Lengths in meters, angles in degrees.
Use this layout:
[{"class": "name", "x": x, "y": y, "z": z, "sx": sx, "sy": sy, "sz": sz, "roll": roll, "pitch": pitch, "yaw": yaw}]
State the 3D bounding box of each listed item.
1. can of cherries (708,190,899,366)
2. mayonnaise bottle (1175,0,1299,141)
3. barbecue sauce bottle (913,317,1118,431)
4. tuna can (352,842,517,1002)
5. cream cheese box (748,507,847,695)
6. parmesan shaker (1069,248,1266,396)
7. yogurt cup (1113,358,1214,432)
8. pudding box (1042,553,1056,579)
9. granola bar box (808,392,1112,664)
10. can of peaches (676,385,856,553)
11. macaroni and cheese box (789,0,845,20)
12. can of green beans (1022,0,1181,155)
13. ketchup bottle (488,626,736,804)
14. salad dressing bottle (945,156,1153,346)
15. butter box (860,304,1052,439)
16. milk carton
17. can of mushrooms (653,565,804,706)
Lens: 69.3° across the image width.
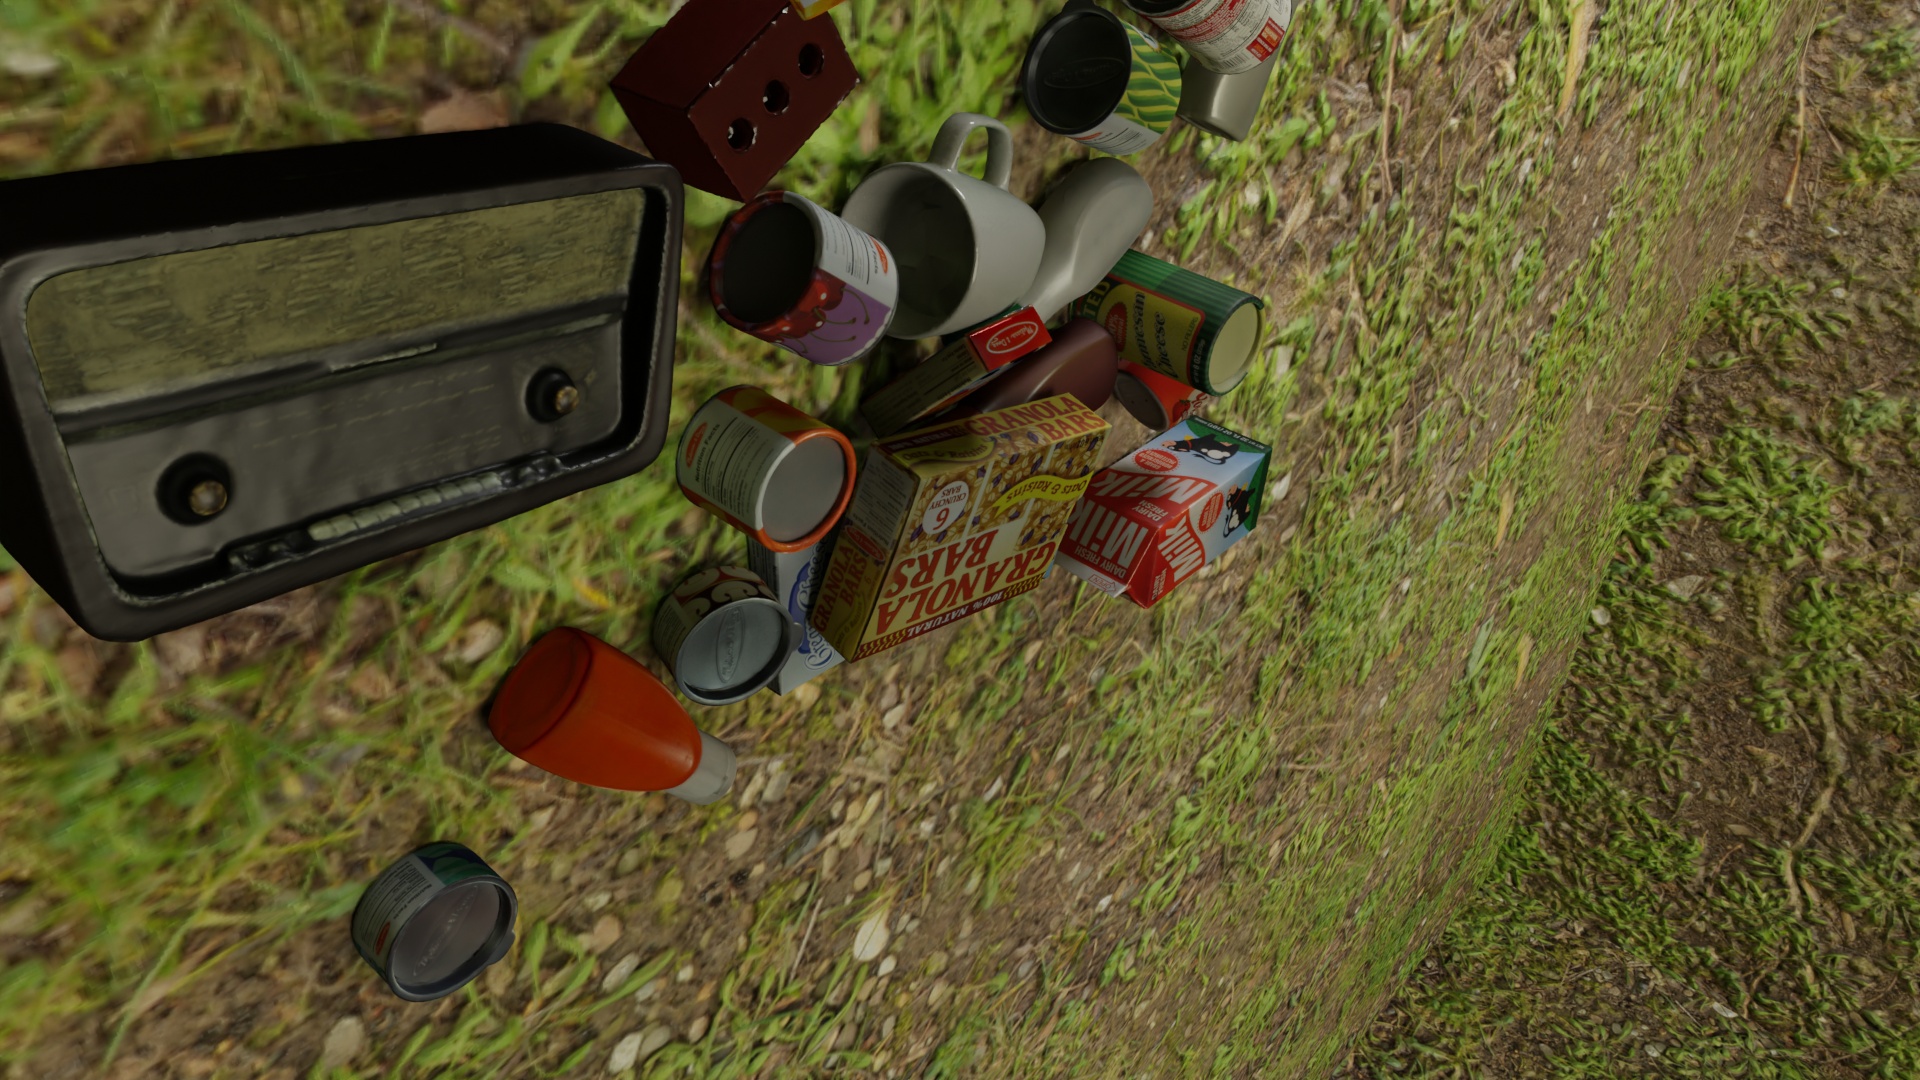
[{"class": "can of cherries", "x": -0.073, "y": -0.116, "z": 0.630, "sx": 0.058, "sy": 0.071, "sz": 0.071, "roll": 16, "pitch": 101, "yaw": -57}, {"class": "mayonnaise bottle", "x": 0.178, "y": -0.323, "z": 0.846, "sx": 0.065, "sy": 0.041, "sz": 0.147, "roll": 3, "pitch": 111, "yaw": -57}, {"class": "barbecue sauce bottle", "x": 0.032, "y": -0.079, "z": 0.825, "sx": 0.149, "sy": 0.044, "sz": 0.064, "roll": -34, "pitch": 146, "yaw": -36}, {"class": "tuna can", "x": -0.242, "y": 0.177, "z": 0.646, "sx": 0.071, "sy": 0.033, "sz": 0.070, "roll": -34, "pitch": 139, "yaw": -36}, {"class": "cream cheese box", "x": -0.087, "y": 0.031, "z": 0.759, "sx": 0.053, "sy": 0.024, "sz": 0.103, "roll": -29, "pitch": 136, "yaw": -38}, {"class": "parmesan shaker", "x": 0.128, "y": -0.139, "z": 0.856, "sx": 0.071, "sy": 0.103, "sz": 0.071, "roll": -34, "pitch": 139, "yaw": -36}, {"class": "yogurt cup", "x": 0.138, "y": -0.110, "z": 0.932, "sx": 0.054, "sy": 0.072, "sz": 0.072, "roll": -43, "pitch": 144, "yaw": -13}, {"class": "pudding box", "x": 0.041, "y": -0.022, "z": 0.876, "sx": 0.030, "sy": 0.050, "sz": 0.083, "roll": -8, "pitch": 121, "yaw": -54}, {"class": "granola bar box", "x": 0.003, "y": -0.010, "z": 0.770, "sx": 0.166, "sy": 0.039, "sz": 0.123, "roll": -19, "pitch": 140, "yaw": -46}, {"class": "can of peaches", "x": -0.091, "y": -0.034, "z": 0.672, "sx": 0.071, "sy": 0.058, "sz": 0.071, "roll": -33, "pitch": 138, "yaw": -36}, {"class": "macaroni and cheese box", "x": -0.084, "y": -0.272, "z": 0.446, "sx": 0.040, "sy": 0.124, "sz": 0.166, "roll": -24, "pitch": 147, "yaw": 11}, {"class": "can of green beans", "x": 0.076, "y": -0.243, "z": 0.740, "sx": 0.058, "sy": 0.071, "sz": 0.071, "roll": -2, "pitch": 116, "yaw": -54}, {"class": "ketchup bottle", "x": -0.162, "y": 0.096, "z": 0.686, "sx": 0.065, "sy": 0.043, "sz": 0.148, "roll": -55, "pitch": 148, "yaw": -8}, {"class": "salad dressing bottle", "x": 0.050, "y": -0.155, "z": 0.794, "sx": 0.148, "sy": 0.044, "sz": 0.064, "roll": -50, "pitch": 148, "yaw": -16}, {"class": "butter box", "x": -0.004, "y": -0.087, "z": 0.727, "sx": 0.053, "sy": 0.103, "sz": 0.024, "roll": -30, "pitch": 93, "yaw": -39}, {"class": "milk carton", "x": 0.140, "y": -0.015, "z": 0.997, "sx": 0.191, "sy": 0.072, "sz": 0.073, "roll": -30, "pitch": 137, "yaw": -39}, {"class": "can of mushrooms", "x": -0.118, "y": 0.048, "z": 0.706, "sx": 0.071, "sy": 0.033, "sz": 0.070, "roll": -21, "pitch": 132, "yaw": -25}]
